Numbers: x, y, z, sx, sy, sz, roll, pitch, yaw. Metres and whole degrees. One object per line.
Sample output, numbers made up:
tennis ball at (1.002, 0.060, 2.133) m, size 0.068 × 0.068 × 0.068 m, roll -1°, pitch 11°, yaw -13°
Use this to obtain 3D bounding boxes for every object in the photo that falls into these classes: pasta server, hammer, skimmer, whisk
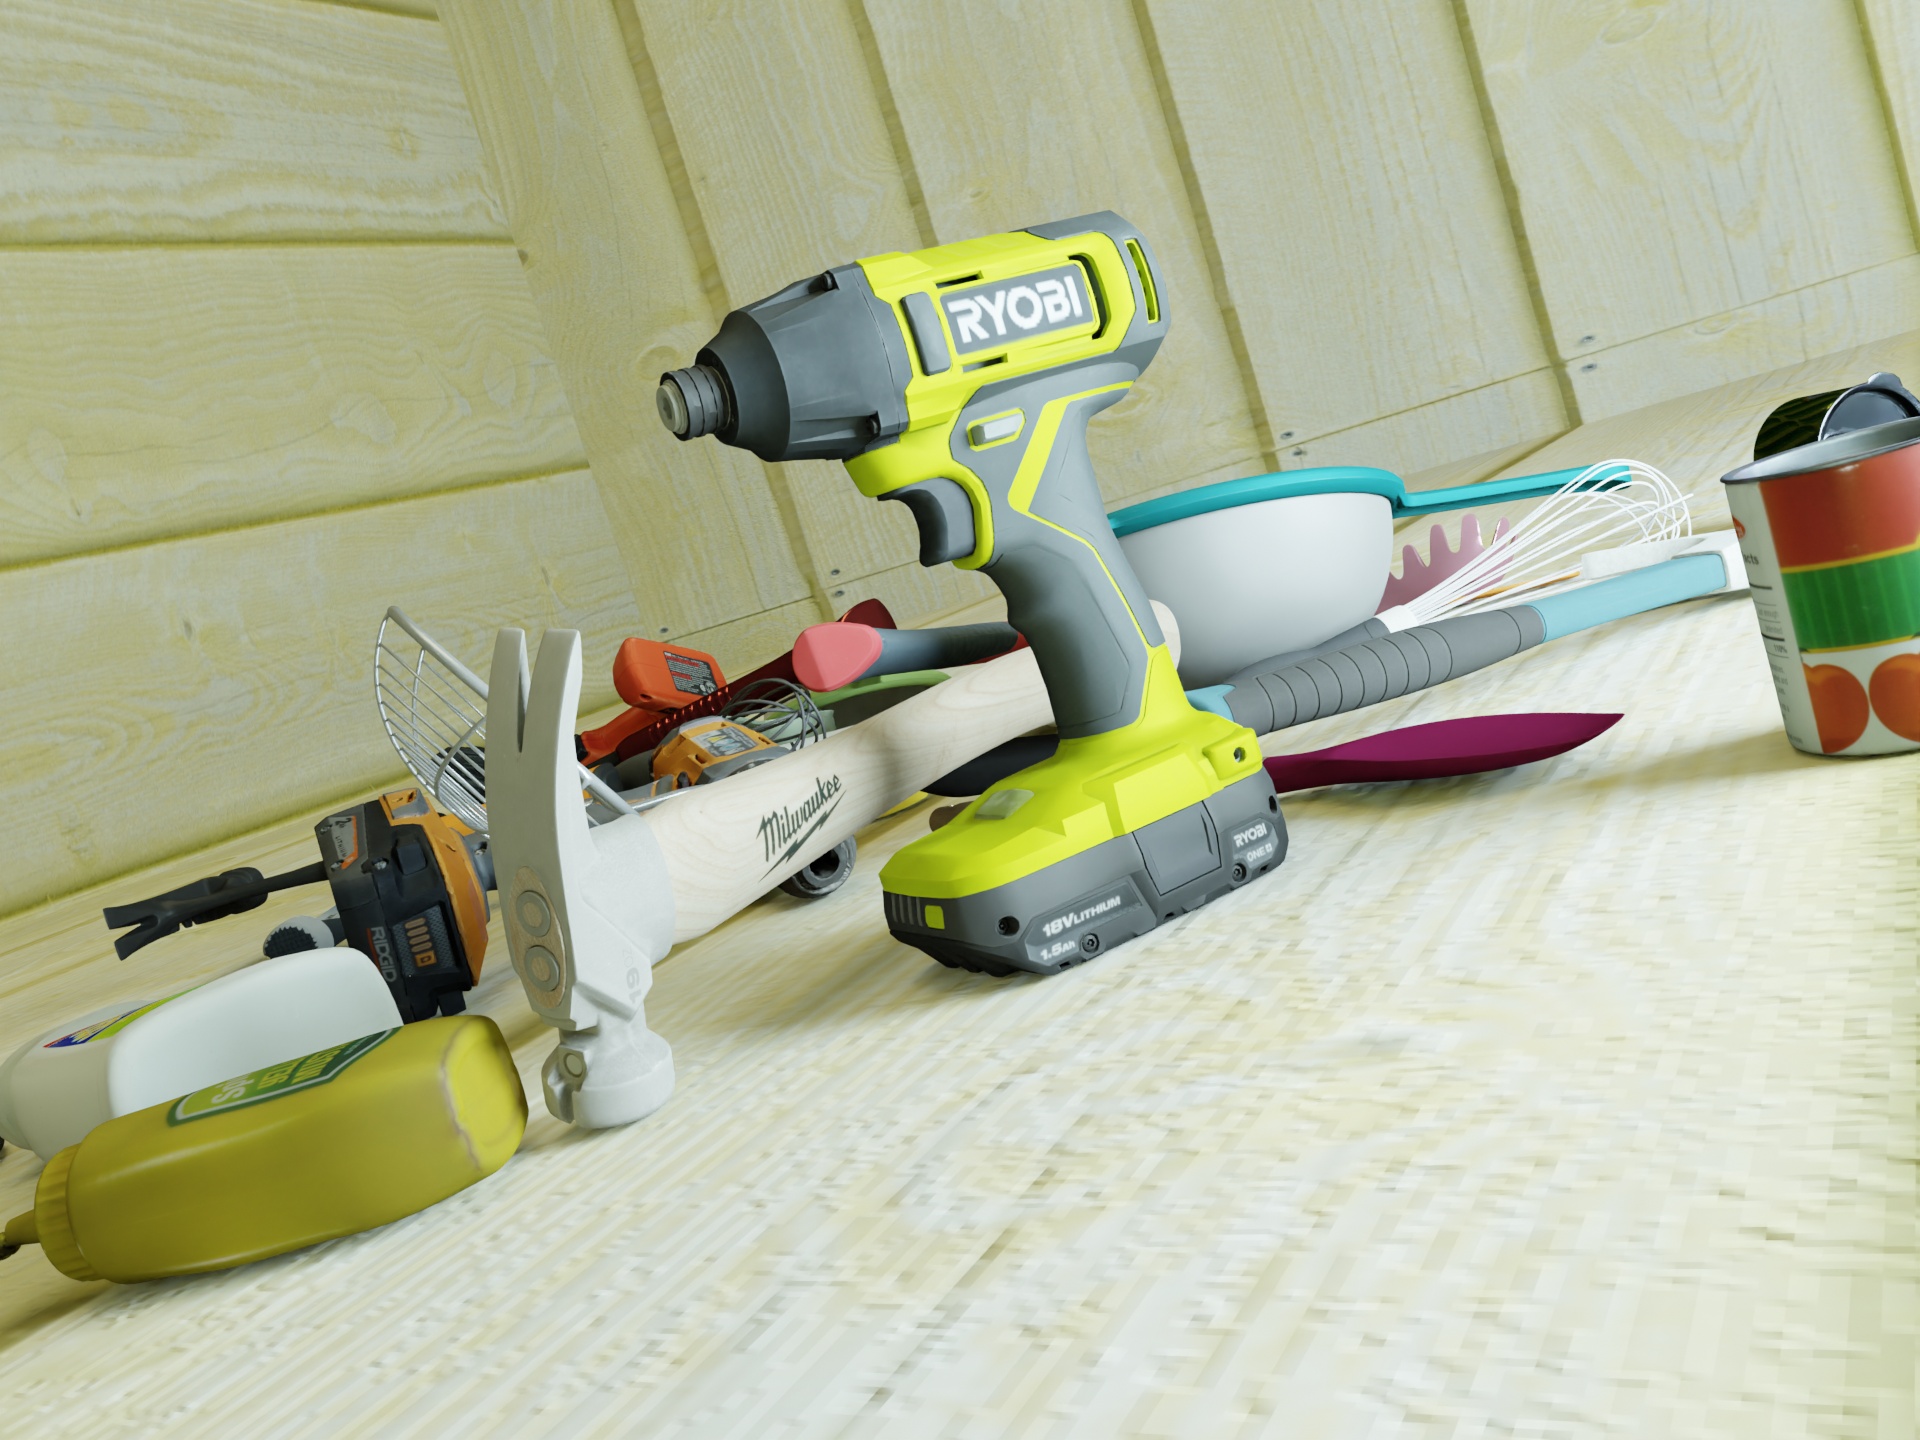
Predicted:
pasta server at (0.204, -0.065, 1.030) m, size 0.316 × 0.040 × 0.060 m, roll -15°, pitch -28°, yaw 35°
hammer at (-0.013, -0.002, 0.611) m, size 0.038 × 0.146 × 0.410 m, roll 4°, pitch 16°, yaw 32°
skimmer at (-0.062, -0.001, 0.663) m, size 0.363 × 0.090 × 0.127 m, roll -4°, pitch 25°, yaw -43°
whisk at (0.244, -0.058, 0.796) m, size 0.284 × 0.070 × 0.070 m, roll -24°, pitch 7°, yaw -10°
hammer at (-0.197, 0.013, 1.076) m, size 0.359 × 0.037 × 0.149 m, roll -26°, pitch -10°, yaw 17°
hammer at (-0.215, 0.074, 1.001) m, size 0.409 × 0.036 × 0.149 m, roll -17°, pitch 6°, yaw -1°
hammer at (-0.366, 0.084, 1.001) m, size 0.337 × 0.034 × 0.127 m, roll -16°, pitch 4°, yaw 15°
whisk at (-0.153, 0.022, 0.943) m, size 0.055 × 0.055 × 0.239 m, roll -23°, pitch 3°, yaw -40°
hammer at (0.015, -0.045, 1.021) m, size 0.143 × 0.038 × 0.386 m, roll -25°, pitch -8°, yaw 34°
hammer at (0.228, -0.037, 0.675) m, size 0.331 × 0.033 × 0.128 m, roll -16°, pitch 5°, yaw -19°

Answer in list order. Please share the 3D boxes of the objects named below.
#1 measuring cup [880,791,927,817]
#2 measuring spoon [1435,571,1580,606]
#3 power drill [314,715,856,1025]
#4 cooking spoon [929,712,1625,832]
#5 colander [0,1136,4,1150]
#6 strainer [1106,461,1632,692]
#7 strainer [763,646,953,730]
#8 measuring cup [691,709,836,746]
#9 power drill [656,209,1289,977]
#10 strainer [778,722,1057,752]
measuring cup at (-0.090, 0.046, 0.912) m, size 0.156 × 0.029 × 0.062 m, roll -11°, pitch 9°, yaw 32°
measuring spoon at (0.307, -0.070, 0.938) m, size 0.117 × 0.011 × 0.021 m, roll -14°, pitch -1°, yaw 5°
power drill at (-0.168, 0.065, 0.736) m, size 0.226 × 0.084 × 0.185 m, roll -17°, pitch 19°, yaw -22°
cooking spoon at (0.102, 0.025, 0.633) m, size 0.319 × 0.017 × 0.068 m, roll -11°, pitch 6°, yaw 44°
colander at (-0.487, 0.178, 0.585) m, size 0.204 × 0.094 × 0.397 m, roll -21°, pitch 7°, yaw -26°
strainer at (0.205, -0.072, 0.864) m, size 0.340 × 0.095 × 0.211 m, roll -10°, pitch -6°, yaw -2°
strainer at (-0.124, -0.010, 1.168) m, size 0.256 × 0.069 × 0.151 m, roll -23°, pitch -15°, yaw 27°
measuring cup at (-0.131, 0.021, 1.035) m, size 0.083 × 0.038 × 0.167 m, roll -21°, pitch -10°, yaw 15°
power drill at (0.009, -0.039, 0.513) m, size 0.171 × 0.223 × 0.080 m, roll -21°, pitch 7°, yaw -27°
strainer at (-0.002, -0.003, 0.965) m, size 0.258 × 0.050 × 0.087 m, roll -15°, pitch 11°, yaw -10°
